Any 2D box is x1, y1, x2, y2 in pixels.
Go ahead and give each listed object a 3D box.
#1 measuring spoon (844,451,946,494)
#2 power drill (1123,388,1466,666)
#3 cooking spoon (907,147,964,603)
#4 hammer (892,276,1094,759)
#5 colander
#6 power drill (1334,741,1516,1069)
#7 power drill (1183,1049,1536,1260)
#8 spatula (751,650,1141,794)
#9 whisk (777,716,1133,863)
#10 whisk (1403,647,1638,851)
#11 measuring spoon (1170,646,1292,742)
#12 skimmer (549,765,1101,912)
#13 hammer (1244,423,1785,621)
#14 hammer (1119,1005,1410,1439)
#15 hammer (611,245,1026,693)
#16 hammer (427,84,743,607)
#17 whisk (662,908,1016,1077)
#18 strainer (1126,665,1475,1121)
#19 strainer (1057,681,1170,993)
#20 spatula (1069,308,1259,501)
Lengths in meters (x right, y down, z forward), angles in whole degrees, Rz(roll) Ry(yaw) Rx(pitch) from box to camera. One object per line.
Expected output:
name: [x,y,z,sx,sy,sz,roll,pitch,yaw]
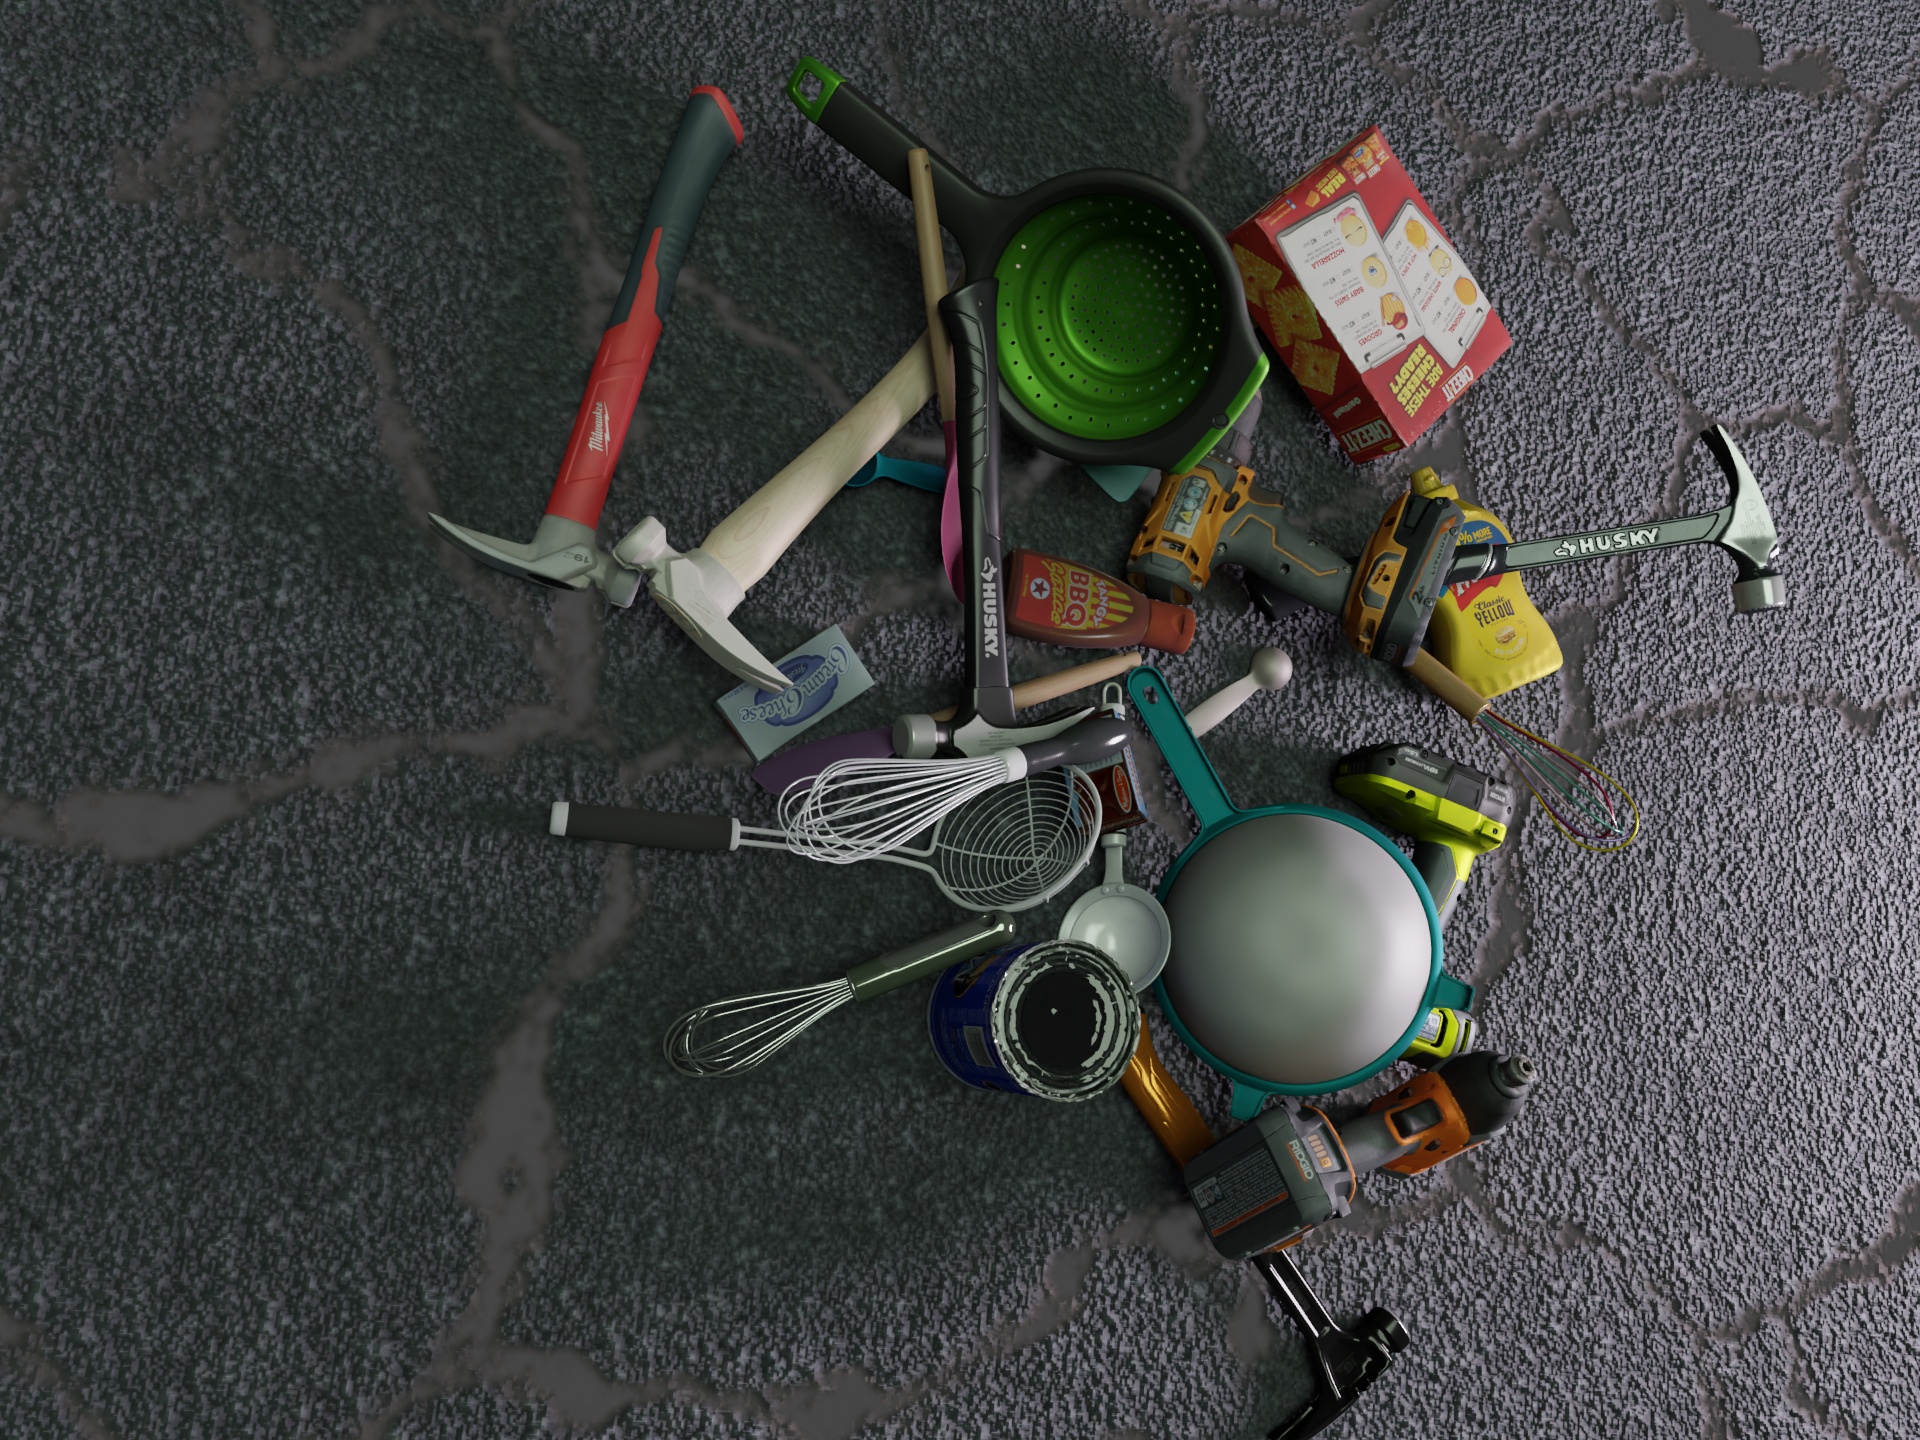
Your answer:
measuring spoon: [-0.044,-0.180,1.175,0.128,0.021,0.042,10,75,-26]
power drill: [0.257,-0.154,1.198,0.226,0.084,0.185,20,77,14]
cooking spoon: [-0.009,-0.240,1.134,0.069,0.017,0.318,-23,112,-45]
hammer: [0.019,-0.141,1.109,0.146,0.035,0.335,-2,91,-28]
colander: [0.047,-0.345,1.148,0.397,0.204,0.094,39,29,1]
power drill: [0.325,0.136,1.208,0.171,0.080,0.223,21,77,-13]
power drill: [0.285,0.288,1.098,0.226,0.164,0.084,-9,63,-32]
spatula: [-0.002,-0.004,1.141,0.316,0.060,0.018,-18,119,-25]
whisk: [0.005,0.036,1.053,0.284,0.070,0.070,-15,86,-34]
whisk: [0.414,0.012,1.220,0.051,0.047,0.245,-10,47,-45]
measuring spoon: [0.211,-0.018,1.226,0.124,0.018,0.034,-35,93,-20]
skimmer: [-0.088,0.065,1.075,0.363,0.090,0.127,7,47,-15]
hammer: [0.426,-0.132,1.239,0.409,0.036,0.149,-8,86,1]
hammer: [0.189,0.351,1.146,0.127,0.034,0.337,-34,92,-22]
hammer: [-0.061,-0.202,1.137,0.146,0.038,0.411,45,64,-12]
hammer: [-0.243,-0.278,1.111,0.143,0.038,0.386,18,75,-13]
whisk: [-0.079,0.177,1.049,0.246,0.058,0.059,-21,122,-4]
strainer: [0.205,0.103,1.132,0.211,0.095,0.340,-29,77,4]
strainer: [0.114,0.096,1.163,0.087,0.050,0.259,-6,73,25]
spatula: [0.205,-0.300,1.273,0.082,0.044,0.317,48,65,-5]
